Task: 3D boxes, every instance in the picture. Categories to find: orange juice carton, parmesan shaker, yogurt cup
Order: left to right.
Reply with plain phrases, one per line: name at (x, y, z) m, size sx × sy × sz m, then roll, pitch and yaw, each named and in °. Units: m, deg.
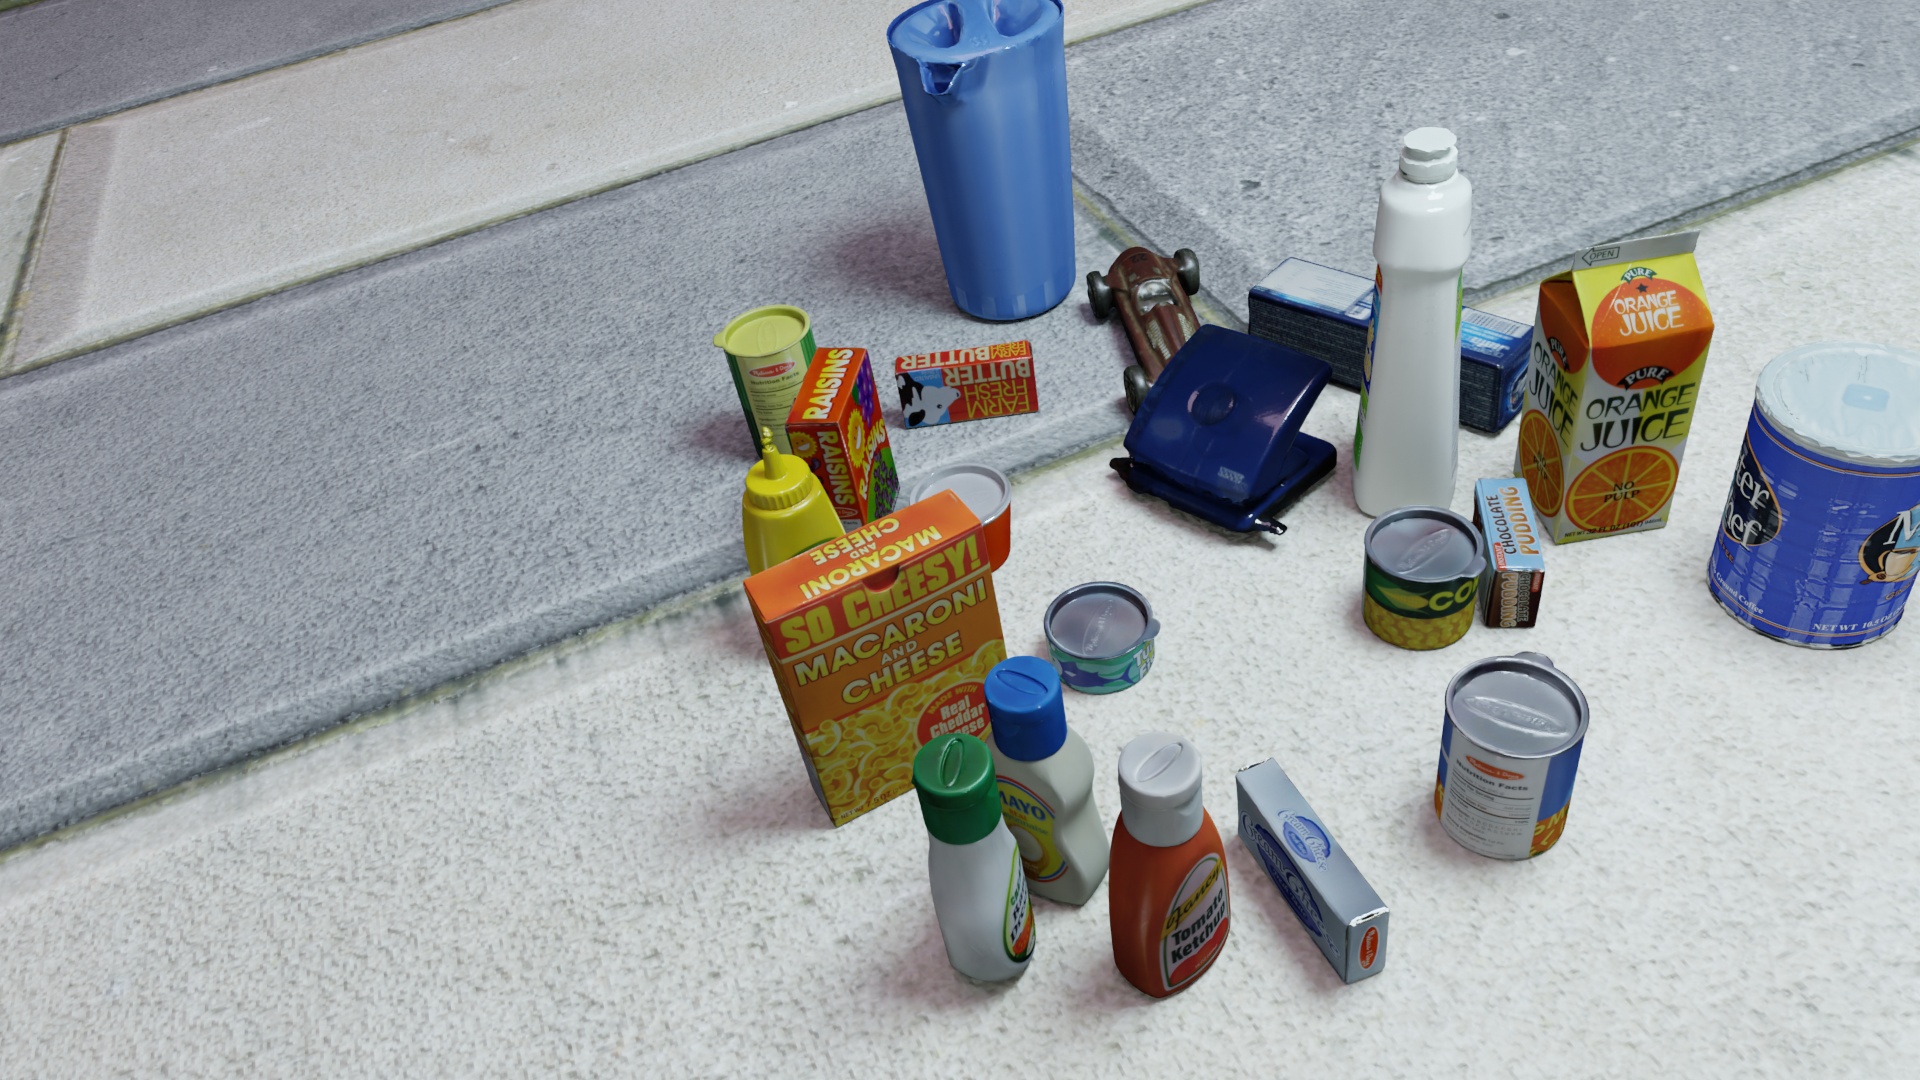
parmesan shaker at (-0.136, -0.113, 1.031) m, size 0.071 × 0.102 × 0.072 m, roll -6°, pitch 41°, yaw 6°
yogurt cup at (0.003, -0.012, 0.922) m, size 0.072 × 0.053 × 0.073 m, roll -6°, pitch 41°, yaw 6°
orange juice carton at (0.388, -0.096, 0.828) m, size 0.072 × 0.191 × 0.073 m, roll -10°, pitch 41°, yaw 2°

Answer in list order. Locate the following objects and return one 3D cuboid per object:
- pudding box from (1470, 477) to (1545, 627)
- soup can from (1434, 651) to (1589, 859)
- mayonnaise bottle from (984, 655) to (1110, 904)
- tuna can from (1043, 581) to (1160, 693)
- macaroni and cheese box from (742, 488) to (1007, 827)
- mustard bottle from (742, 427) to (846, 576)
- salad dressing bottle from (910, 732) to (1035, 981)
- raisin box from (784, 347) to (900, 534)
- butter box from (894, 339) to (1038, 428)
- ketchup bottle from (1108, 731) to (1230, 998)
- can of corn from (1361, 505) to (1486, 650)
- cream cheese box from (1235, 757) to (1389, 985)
pudding box at (0.327, 0.006, 0.834) m, size 0.030 × 0.049 × 0.084 m, roll -1°, pitch 42°, yaw 12°
soup can at (0.278, 0.109, 0.703) m, size 0.071 × 0.083 × 0.072 m, roll -6°, pitch 41°, yaw 6°
mayonnaise bottle at (0.039, 0.120, 0.694) m, size 0.065 × 0.147 × 0.041 m, roll 19°, pitch 49°, yaw 30°
tuna can at (0.087, 0.059, 0.840) m, size 0.071 × 0.032 × 0.071 m, roll -6°, pitch 41°, yaw 6°
macaroni and cheese box at (-0.037, 0.067, 0.757) m, size 0.124 × 0.165 × 0.040 m, roll -25°, pitch 43°, yaw -15°
mustard bottle at (-0.103, -0.002, 0.855) m, size 0.065 × 0.159 × 0.049 m, roll -30°, pitch 44°, yaw -20°
salad dressing bottle at (0.007, 0.153, 0.665) m, size 0.044 × 0.146 × 0.064 m, roll 0°, pitch 42°, yaw 13°
raisin box at (-0.078, -0.056, 0.938) m, size 0.040 × 0.122 × 0.086 m, roll 1°, pitch 42°, yaw 13°
butter box at (0.005, -0.117, 1.042) m, size 0.103 × 0.052 × 0.024 m, roll -7°, pitch 41°, yaw 4°
ketchup bottle at (0.096, 0.150, 0.648) m, size 0.065 × 0.148 × 0.043 m, roll -36°, pitch 47°, yaw -26°
can of corn at (0.274, 0.023, 0.820) m, size 0.071 × 0.058 × 0.071 m, roll -6°, pitch 41°, yaw 6°
cream cheese box at (0.172, 0.162, 0.689) m, size 0.024 × 0.053 × 0.104 m, roll -21°, pitch 42°, yaw -11°
